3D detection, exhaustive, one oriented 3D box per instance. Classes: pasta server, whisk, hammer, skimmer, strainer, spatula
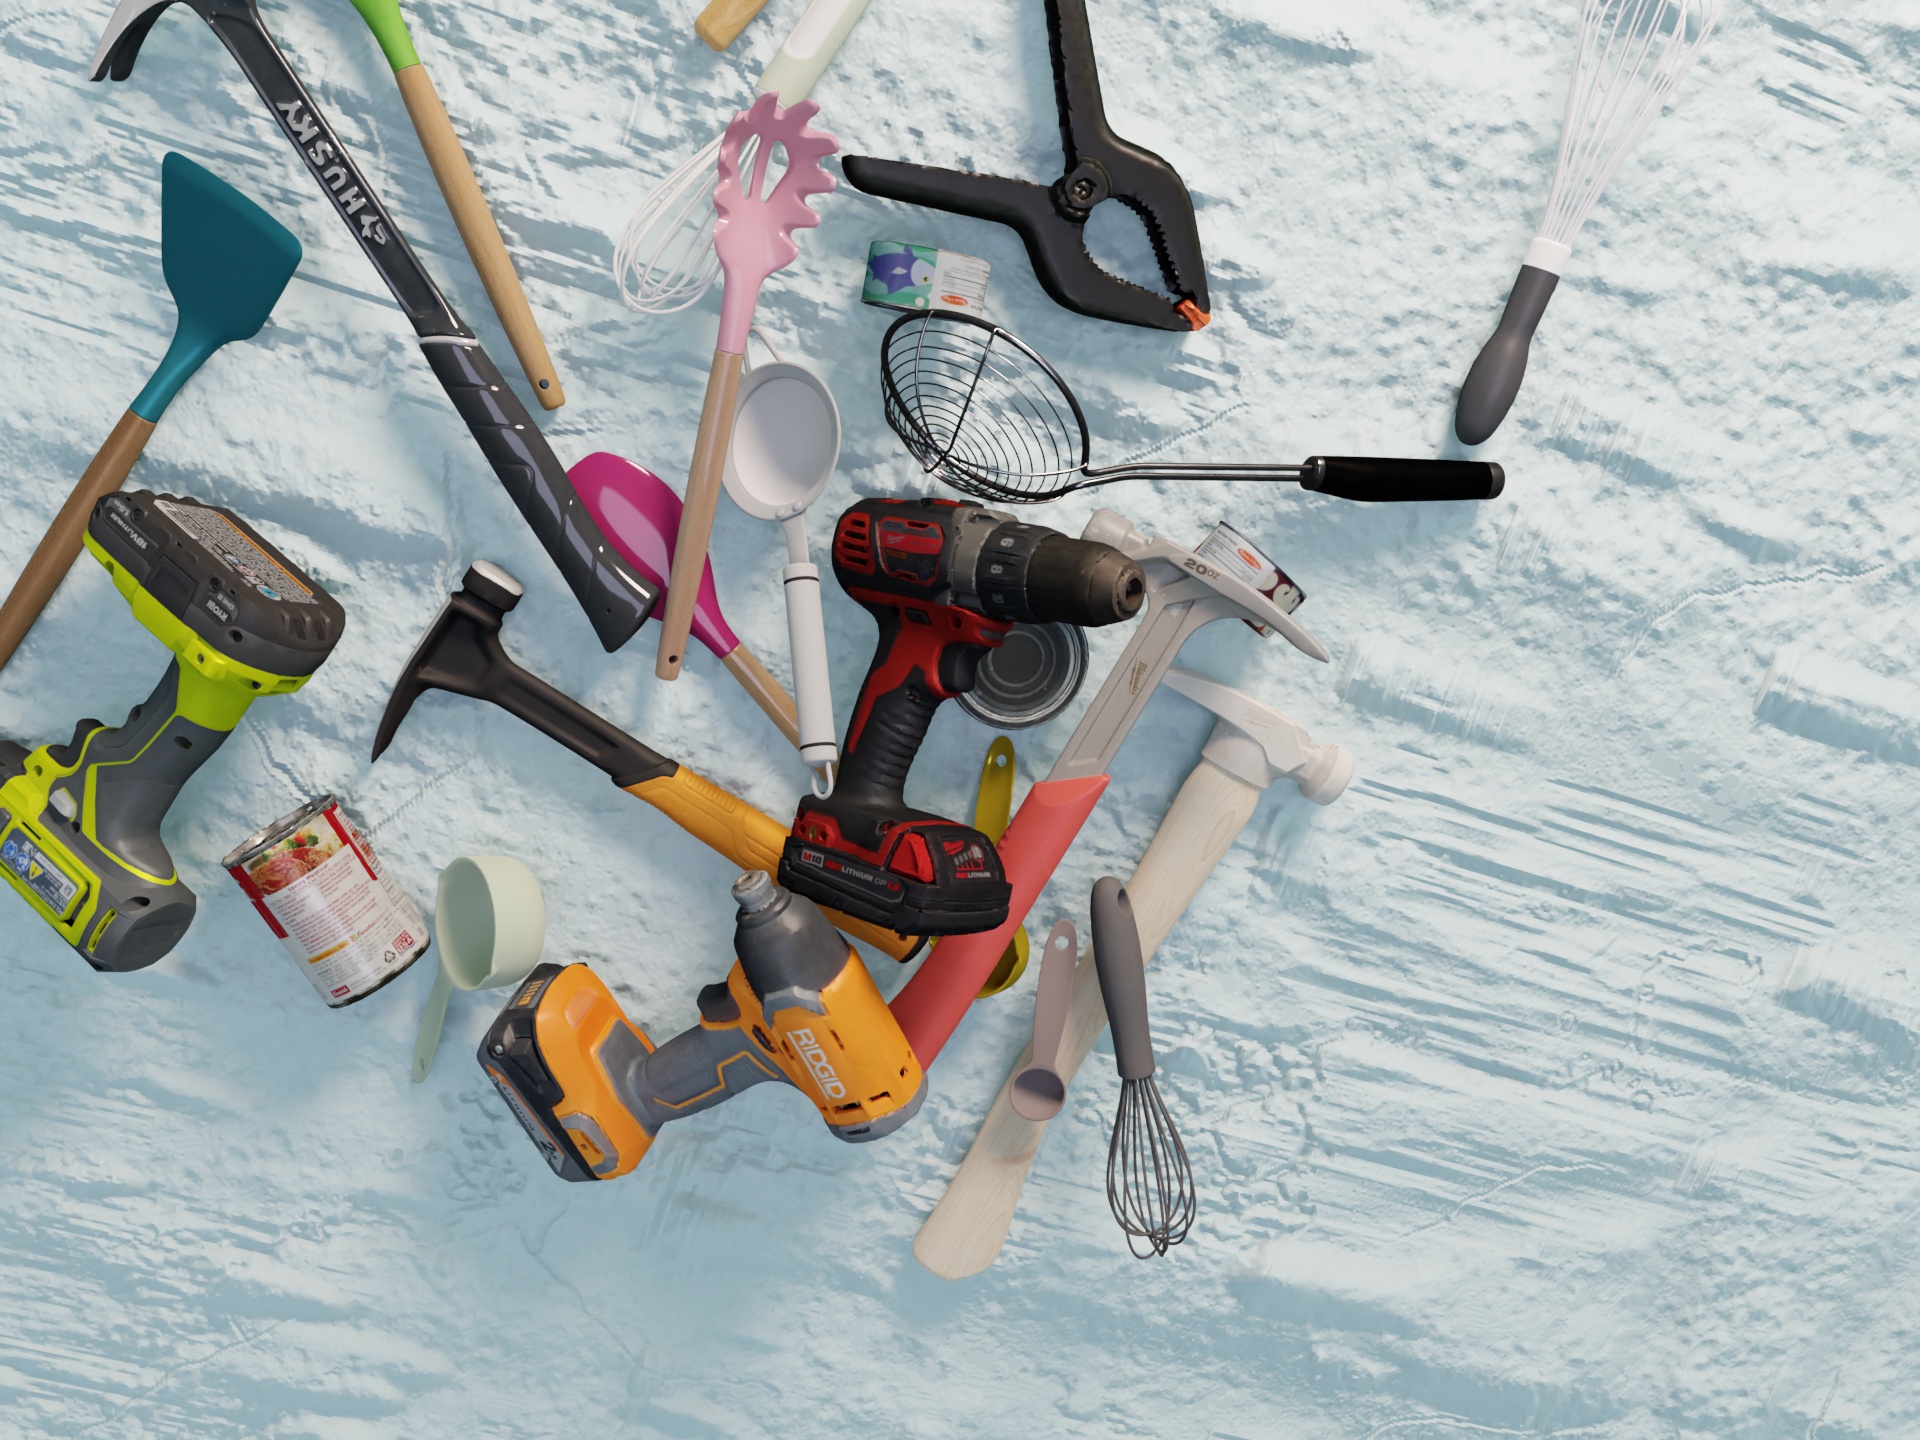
[{"bbox_3d":[-0.125,-0.166,0.839,0.060,0.040,0.316,6,110,-25],"label":"pasta server"},{"bbox_3d":[-0.049,-0.440,0.811,0.245,0.051,0.047,-45,70,10],"label":"whisk"},{"bbox_3d":[-0.165,0.050,0.918,0.336,0.034,0.127,33,97,-13],"label":"hammer"},{"bbox_3d":[0.136,-0.165,0.882,0.363,0.127,0.090,-1,71,-17],"label":"skimmer"},{"bbox_3d":[-0.103,-0.316,0.830,0.058,0.059,0.246,36,94,15],"label":"whisk"},{"bbox_3d":[0.339,-0.288,0.879,0.070,0.070,0.284,16,106,-10],"label":"whisk"},{"bbox_3d":[-0.086,-0.085,0.853,0.087,0.050,0.258,-14,77,32],"label":"strainer"},{"bbox_3d":[-0.450,-0.141,0.836,0.082,0.044,0.317,36,99,-4],"label":"spatula"},{"bbox_3d":[0.102,0.207,0.942,0.055,0.055,0.239,-10,99,-4],"label":"whisk"},{"bbox_3d":[0.052,0.070,0.893,0.149,0.036,0.359,32,103,9],"label":"hammer"},{"bbox_3d":[-0.283,-0.212,0.827,0.149,0.036,0.408,-26,107,16],"label":"hammer"},{"bbox_3d":[0.073,0.162,0.970,0.146,0.038,0.410,28,100,-10],"label":"hammer"}]

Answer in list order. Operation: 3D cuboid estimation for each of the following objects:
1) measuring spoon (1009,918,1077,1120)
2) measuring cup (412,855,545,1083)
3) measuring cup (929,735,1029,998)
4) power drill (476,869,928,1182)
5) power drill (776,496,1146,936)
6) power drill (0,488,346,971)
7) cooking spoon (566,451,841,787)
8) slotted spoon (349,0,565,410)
[{"bbox_3d":[0.053,0.178,0.950,0.034,0.018,0.124,9,96,0],"label":"measuring spoon"},{"bbox_3d":[-0.283,0.150,0.925,0.038,0.083,0.167,-2,129,-42],"label":"measuring cup"},{"bbox_3d":[0.021,0.087,0.951,0.062,0.029,0.156,8,90,28],"label":"measuring cup"},{"bbox_3d":[-0.149,0.168,0.880,0.226,0.084,0.164,-16,114,22],"label":"power drill"},{"bbox_3d":[-0.001,-0.003,0.843,0.080,0.188,0.226,6,96,-52],"label":"power drill"},{"bbox_3d":[-0.443,-0.003,0.841,0.171,0.080,0.223,38,100,13],"label":"power drill"},{"bbox_3d":[-0.115,-0.021,0.914,0.069,0.017,0.318,-39,103,4],"label":"cooking spoon"},{"bbox_3d":[-0.276,-0.310,0.822,0.070,0.031,0.313,-22,107,0],"label":"slotted spoon"}]
